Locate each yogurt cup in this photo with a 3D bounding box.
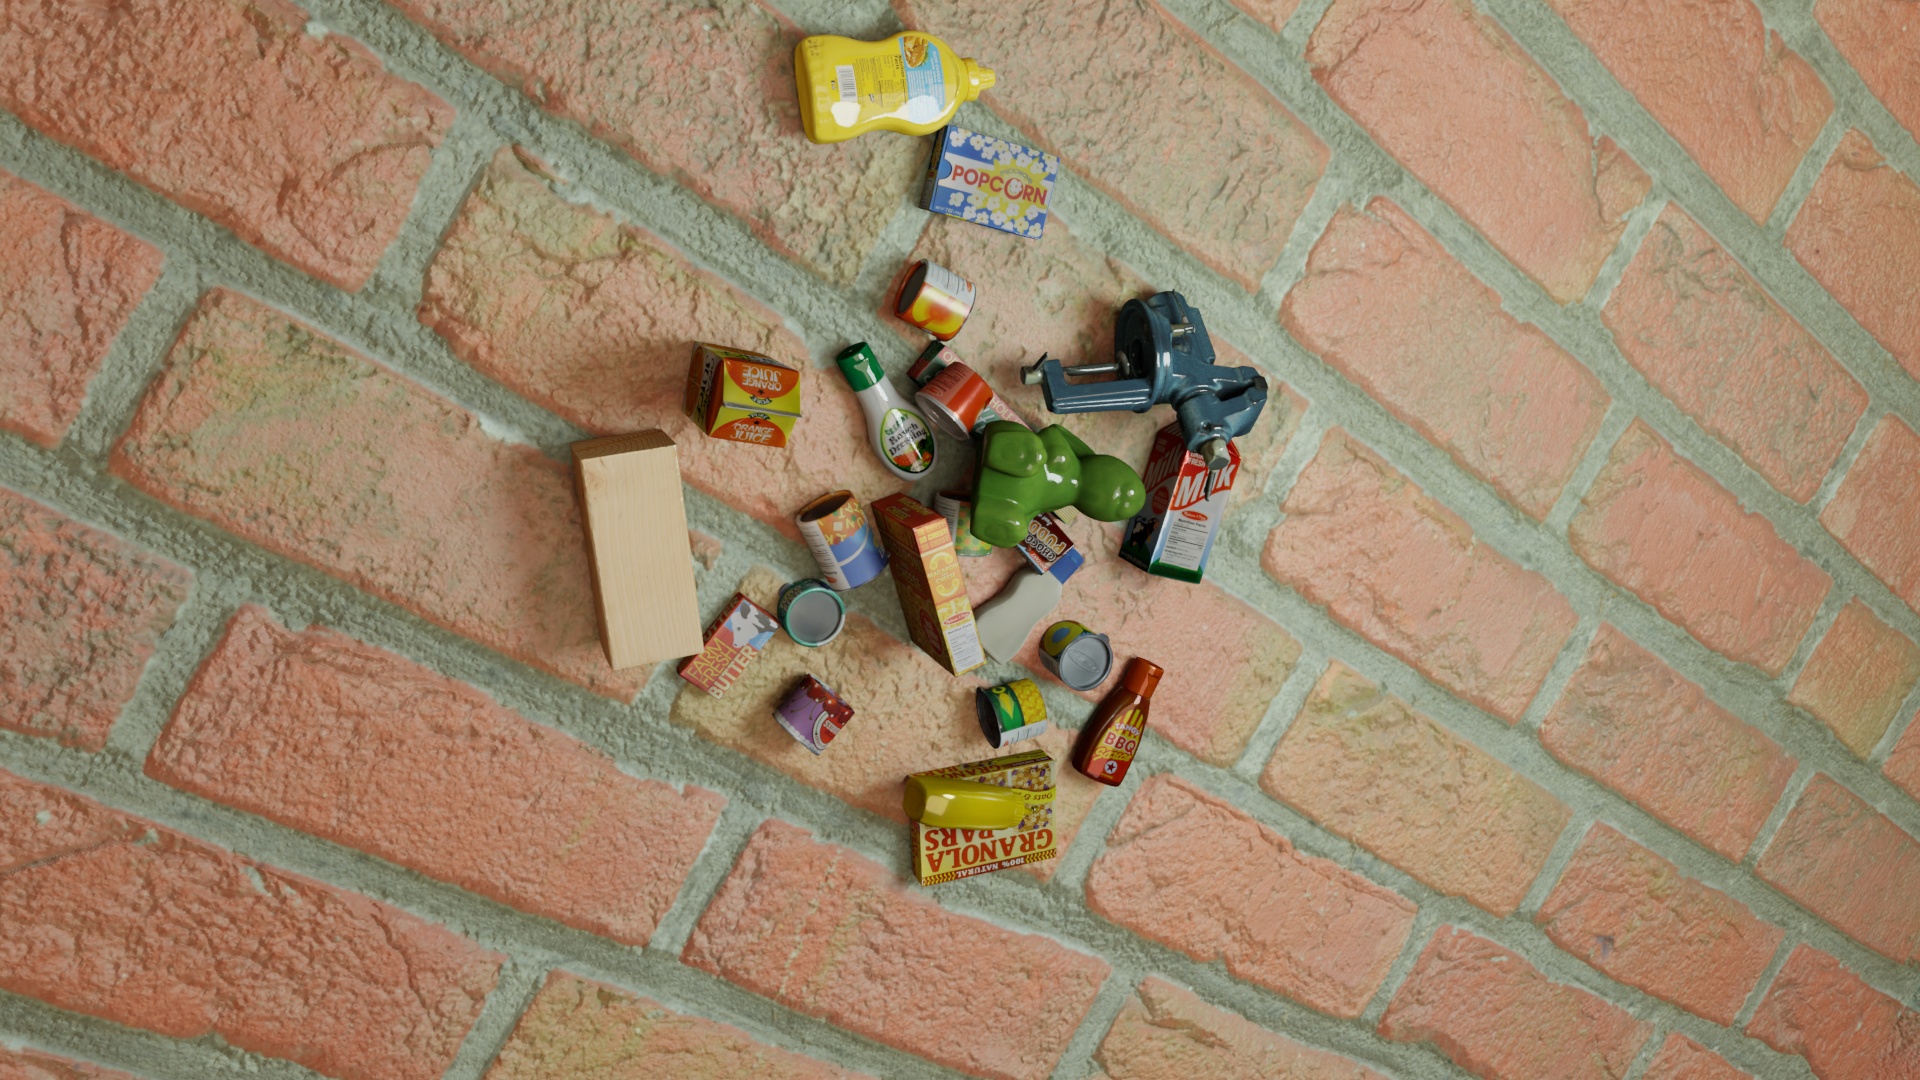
[{"bbox_3d":[-0.004,-0.142,1.391,0.054,0.072,0.072,-50,116,-11],"label":"yogurt cup"}]

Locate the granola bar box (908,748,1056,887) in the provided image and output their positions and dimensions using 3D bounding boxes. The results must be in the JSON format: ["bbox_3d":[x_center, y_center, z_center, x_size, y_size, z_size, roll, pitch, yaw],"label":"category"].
[{"bbox_3d":[0.026,0.313,1.572,0.166,0.039,0.123,-7,105,-20],"label":"granola bar box"}]

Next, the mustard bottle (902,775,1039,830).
[{"bbox_3d":[0.018,0.288,1.506,0.160,0.065,0.048,12,94,-27],"label":"mustard bottle"}]

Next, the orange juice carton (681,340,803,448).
[{"bbox_3d":[-0.200,-0.133,1.276,0.072,0.193,0.073,8,101,-23],"label":"orange juice carton"}]

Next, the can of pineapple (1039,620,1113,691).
[{"bbox_3d":[0.130,0.127,1.553,0.071,0.058,0.070,-6,107,-20],"label":"can of pineapple"}]

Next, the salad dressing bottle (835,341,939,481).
[{"bbox_3d":[-0.075,-0.131,1.409,0.064,0.044,0.147,-35,114,-8],"label":"salad dressing bottle"}]

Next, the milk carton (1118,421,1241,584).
[{"bbox_3d":[0.249,-0.056,1.544,0.073,0.072,0.190,13,100,-24],"label":"milk carton"}]

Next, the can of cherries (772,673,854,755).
[{"bbox_3d":[-0.151,0.182,1.448,0.058,0.071,0.071,-49,116,-4],"label":"can of cherries"}]

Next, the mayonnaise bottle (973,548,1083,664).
[{"bbox_3d":[0.073,0.064,1.523,0.148,0.041,0.064,-46,112,-6],"label":"mayonnaise bottle"}]

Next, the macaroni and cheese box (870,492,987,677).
[{"bbox_3d":[-0.033,0.043,1.428,0.040,0.124,0.165,-22,111,-18],"label":"macaroni and cheese box"}]

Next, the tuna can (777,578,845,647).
[{"bbox_3d":[-0.156,0.074,1.438,0.071,0.033,0.071,-6,107,-21],"label":"tuna can"}]

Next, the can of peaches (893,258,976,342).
[{"bbox_3d":[-0.028,-0.238,1.387,0.058,0.071,0.071,24,95,-26],"label":"can of peaches"}]

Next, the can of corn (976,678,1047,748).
[{"bbox_3d":[0.056,0.188,1.537,0.058,0.071,0.071,-14,109,-18],"label":"can of corn"}]

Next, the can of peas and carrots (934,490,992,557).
[{"bbox_3d":[0.005,-0.018,1.460,0.071,0.071,0.058,1,103,-22],"label":"can of peas and carrots"}]

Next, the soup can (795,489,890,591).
[{"bbox_3d":[-0.119,-0.002,1.415,0.071,0.071,0.083,-31,113,-11],"label":"soup can"}]

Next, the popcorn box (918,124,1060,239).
[{"bbox_3d":[0.030,-0.358,1.392,0.127,0.038,0.085,9,102,-24],"label":"popcorn box"}]

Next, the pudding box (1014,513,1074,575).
[{"bbox_3d":[0.077,-0.009,1.492,0.050,0.030,0.084,-41,87,-7],"label":"pudding box"}]

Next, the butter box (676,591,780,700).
[{"bbox_3d":[-0.237,0.109,1.419,0.053,0.024,0.103,41,87,-26],"label":"butter box"}]

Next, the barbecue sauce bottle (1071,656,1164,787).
[{"bbox_3d":[0.187,0.208,1.605,0.065,0.044,0.148,24,94,-25],"label":"barbecue sauce bottle"}]

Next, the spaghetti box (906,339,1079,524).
[{"bbox_3d":[0.046,-0.112,1.471,0.249,0.029,0.050,42,88,-26],"label":"spaghetti box"}]
